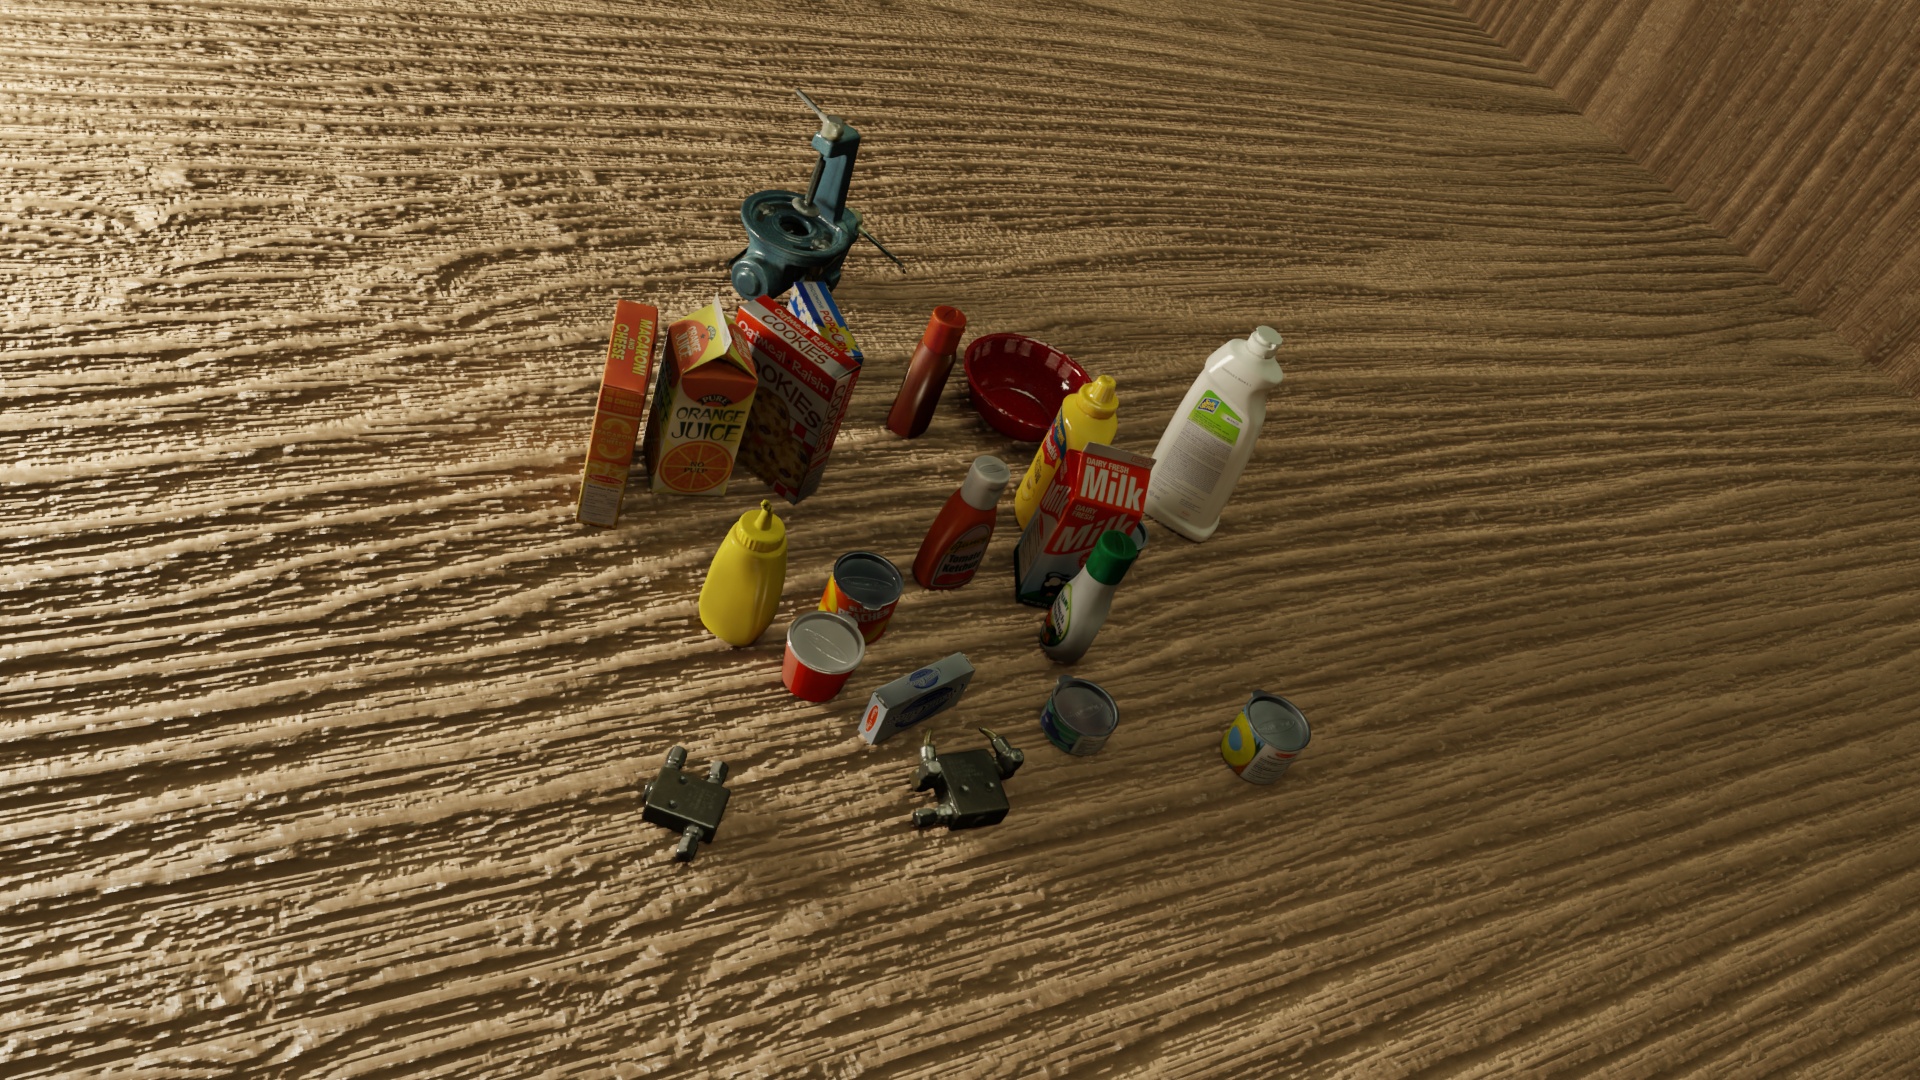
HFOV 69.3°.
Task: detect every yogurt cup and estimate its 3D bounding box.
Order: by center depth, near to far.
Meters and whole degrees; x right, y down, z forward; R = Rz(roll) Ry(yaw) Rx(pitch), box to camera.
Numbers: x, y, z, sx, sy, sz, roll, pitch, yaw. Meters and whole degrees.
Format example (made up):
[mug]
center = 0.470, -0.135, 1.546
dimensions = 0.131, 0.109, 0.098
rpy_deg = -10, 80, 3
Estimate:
[yogurt cup]
center = -0.122, 0.103, 1.198
dimensions = 0.072, 0.053, 0.073
rpy_deg = 14, 43, -13

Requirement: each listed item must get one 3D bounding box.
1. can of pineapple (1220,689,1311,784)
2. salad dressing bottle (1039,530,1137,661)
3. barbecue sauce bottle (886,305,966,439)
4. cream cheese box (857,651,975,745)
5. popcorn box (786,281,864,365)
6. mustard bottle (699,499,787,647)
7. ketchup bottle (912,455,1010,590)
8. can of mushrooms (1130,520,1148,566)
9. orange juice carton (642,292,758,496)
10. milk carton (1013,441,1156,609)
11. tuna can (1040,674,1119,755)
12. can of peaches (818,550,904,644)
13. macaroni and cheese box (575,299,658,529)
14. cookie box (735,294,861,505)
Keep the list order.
[can of pineapple]
center = 0.286, 0.186, 1.307
dimensions = 0.071, 0.057, 0.071
rpy_deg = 14, 43, -13
[salad dressing bottle]
center = 0.120, 0.052, 1.297
dimensions = 0.044, 0.146, 0.064
rpy_deg = 12, 43, -15
[barbecue sauce bottle]
center = -0.033, -0.178, 1.458
dimensions = 0.044, 0.147, 0.065
rpy_deg = 30, 42, 5
[cream cheese box]
center = -0.038, 0.136, 1.204
dimensions = 0.104, 0.053, 0.024
rpy_deg = -21, 59, -39
[popcorn box]
center = -0.150, -0.204, 1.475
dimensions = 0.038, 0.084, 0.127
rpy_deg = -5, 49, -30
[mustard bottle]
center = -0.177, 0.022, 1.175
dimensions = 0.065, 0.159, 0.049
rpy_deg = 32, 42, 8
[ketchup bottle]
center = 0.005, -0.016, 1.310
dimensions = 0.065, 0.148, 0.044
rpy_deg = -9, 52, -33
[can of mushrooms]
center = 0.159, -0.003, 1.458
dimensions = 0.071, 0.033, 0.071
rpy_deg = 14, 43, -13
[orange juice carton]
center = -0.238, -0.132, 1.279
dimensions = 0.073, 0.191, 0.072
rpy_deg = 2, 47, -25
[milk carton]
center = 0.118, -0.019, 1.337
dimensions = 0.072, 0.189, 0.074
rpy_deg = 13, 43, -14
[tuna can]
center = 0.107, 0.159, 1.266
dimensions = 0.071, 0.032, 0.071
rpy_deg = 14, 43, -13
[can of peaches]
center = -0.091, 0.054, 1.260
dimensions = 0.071, 0.057, 0.071
rpy_deg = 14, 43, -13
[macaroni and cheese box]
center = -0.307, -0.112, 1.245
dimensions = 0.040, 0.165, 0.124
rpy_deg = 11, 43, -16
[cookie box]
center = -0.173, -0.134, 1.331
dimensions = 0.123, 0.166, 0.040
rpy_deg = 37, 43, 13
